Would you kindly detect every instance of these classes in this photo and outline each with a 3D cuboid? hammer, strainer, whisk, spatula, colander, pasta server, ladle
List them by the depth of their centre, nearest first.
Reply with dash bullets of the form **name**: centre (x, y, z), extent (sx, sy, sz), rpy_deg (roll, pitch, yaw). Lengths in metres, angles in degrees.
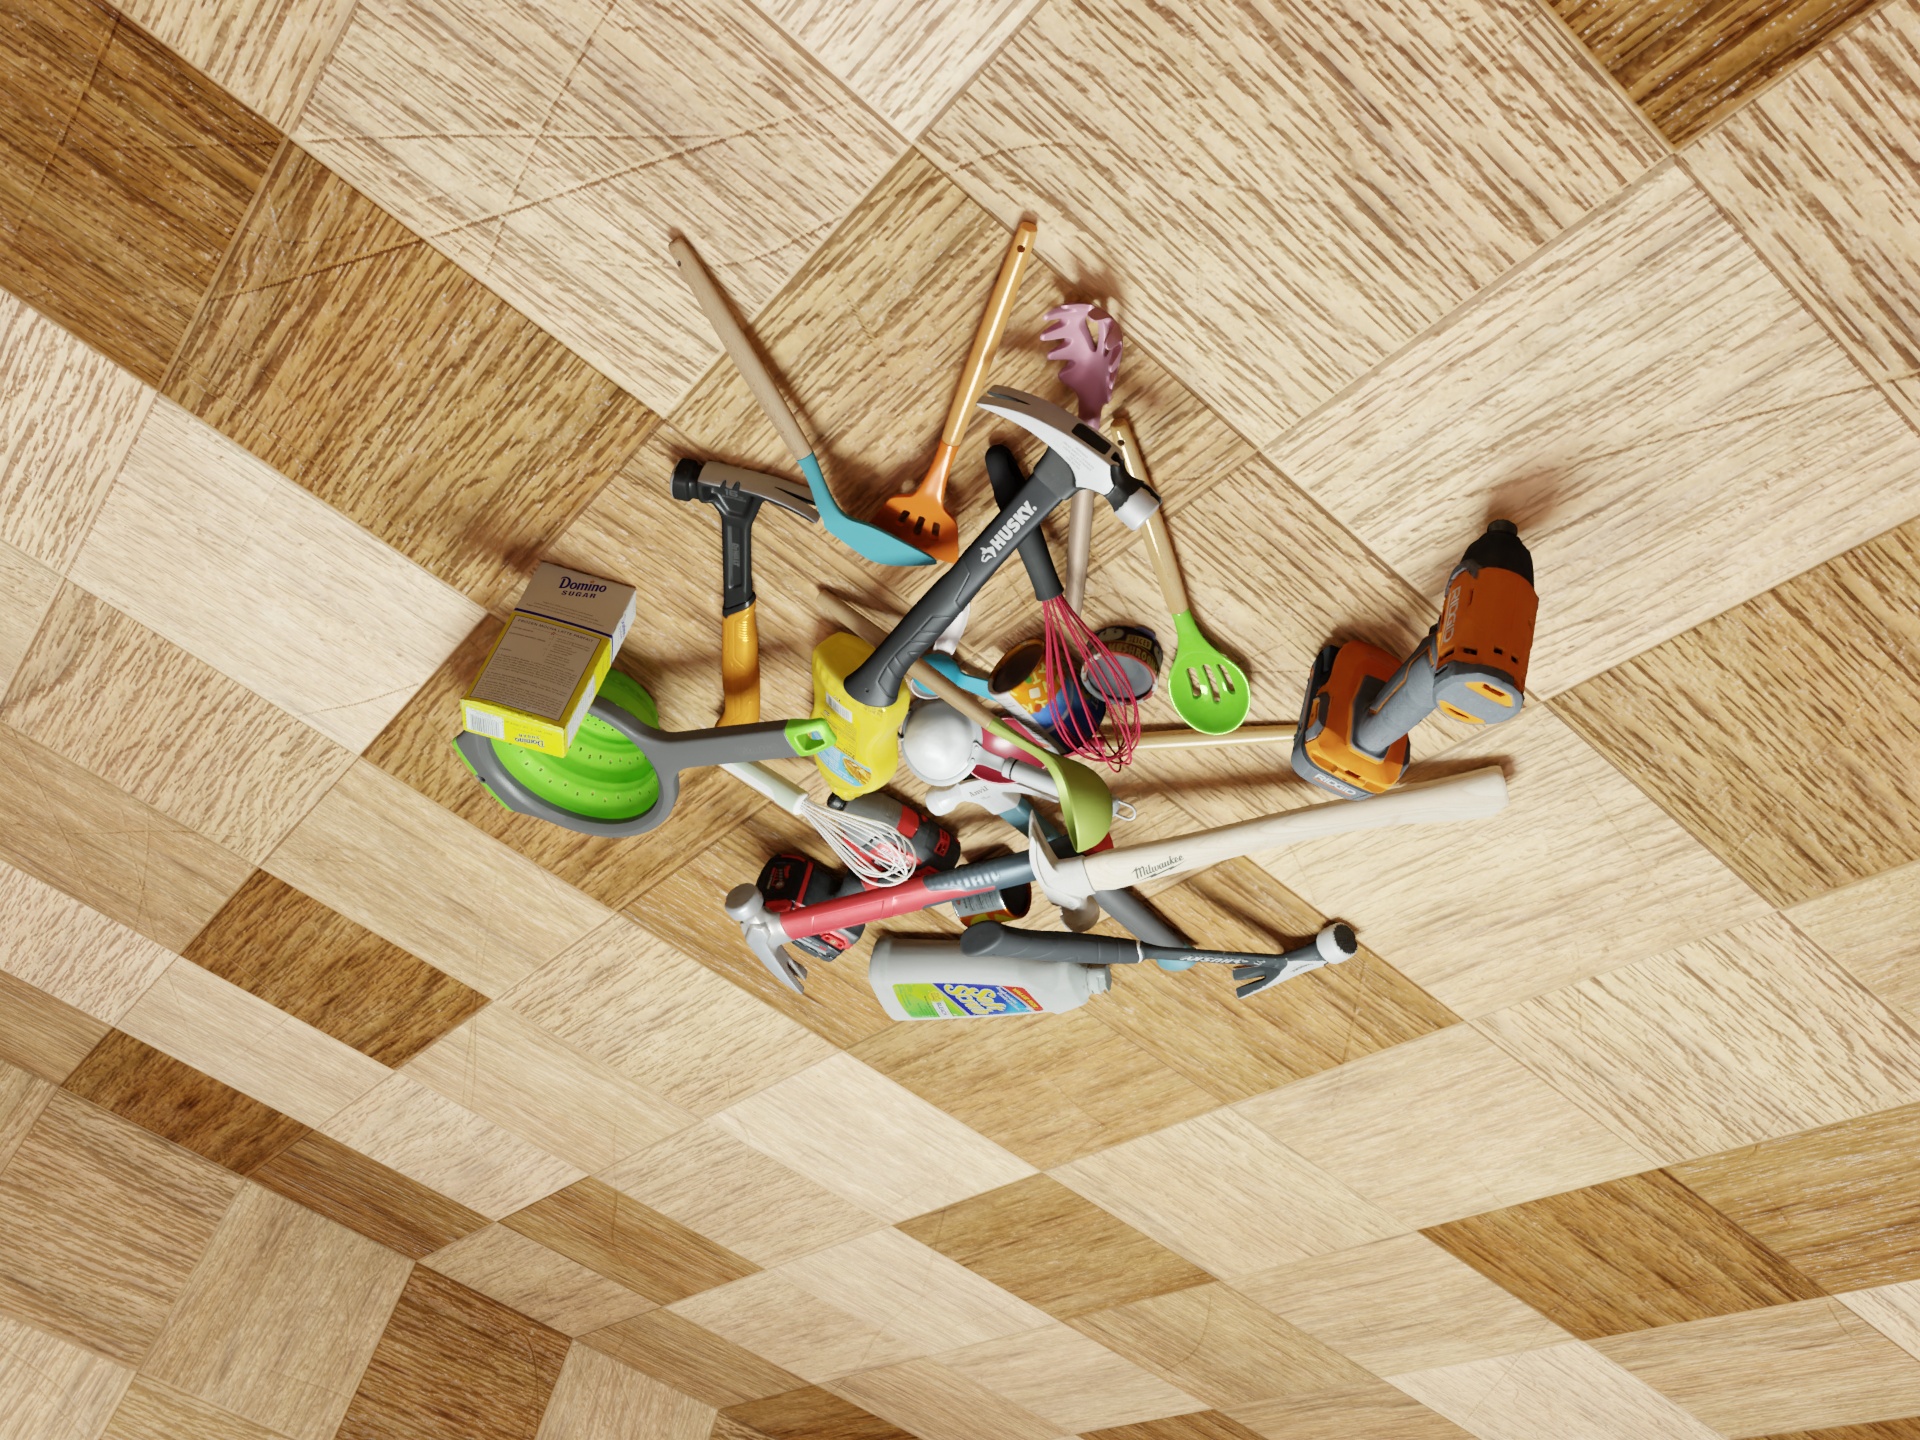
- **spatula**: centre (0.001, -0.234, 1.190), extent (0.081, 0.041, 0.322), rpy_deg (22, 134, -2)
- **pasta server**: centre (0.089, -0.185, 1.201), extent (0.060, 0.040, 0.316), rpy_deg (31, 146, 24)
- **spatula**: centre (-0.127, -0.232, 1.221), extent (0.082, 0.044, 0.317), rpy_deg (7, 136, 49)
- **hammer**: centre (0.001, -0.115, 1.232), extent (0.146, 0.035, 0.334), rpy_deg (41, 131, -4)
- **whisk**: centre (0.078, -0.084, 1.267), extent (0.073, 0.073, 0.295), rpy_deg (-10, 116, 27)
- **ladle**: centre (-0.002, -0.004, 1.347), extent (0.320, 0.062, 0.078), rpy_deg (37, 169, 8)
- **hammer**: centre (0.263, 0.093, 1.388), extent (0.410, 0.038, 0.146), rpy_deg (-14, 134, 14)
- **strainer**: centre (0.037, 0.038, 1.403), extent (0.258, 0.050, 0.087), rpy_deg (20, 101, 21)
- **hammer**: centre (-0.187, -0.085, 1.405), extent (0.127, 0.034, 0.336), rpy_deg (14, 139, 5)
- **ladle**: centre (0.154, 0.019, 1.411), extent (0.315, 0.031, 0.069), rpy_deg (-4, 118, 18)
- **colander**: centre (-0.282, 0.005, 1.484), extent (0.397, 0.095, 0.204), rpy_deg (-6, 133, 26)
- **hammer**: centre (0.178, 0.219, 1.497), extent (0.408, 0.036, 0.149), rpy_deg (9, 150, -31)
- **whisk**: centre (-0.145, 0.084, 1.513), extent (0.246, 0.059, 0.057), rpy_deg (30, 151, 21)
- **hammer**: centre (-0.030, 0.177, 1.543), extent (0.386, 0.038, 0.143), rpy_deg (-16, 128, 20)
- **hammer**: centre (0.120, 0.148, 1.560), extent (0.128, 0.033, 0.330), rpy_deg (-24, 125, 38)

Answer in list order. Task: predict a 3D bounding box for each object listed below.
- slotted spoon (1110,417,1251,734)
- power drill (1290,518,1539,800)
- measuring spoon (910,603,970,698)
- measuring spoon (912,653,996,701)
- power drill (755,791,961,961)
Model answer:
- **slotted spoon**: centre (0.170, -0.109, 1.267), extent (0.070, 0.031, 0.313), rpy_deg (-6, 132, 23)
- **power drill**: centre (0.348, -0.046, 1.199), extent (0.084, 0.164, 0.226), rpy_deg (25, 151, -10)
- **measuring spoon**: centre (-0.014, -0.067, 1.386), extent (0.034, 0.018, 0.124), rpy_deg (12, 133, -12)
- **measuring spoon**: centre (0.018, -0.024, 1.399), extent (0.128, 0.021, 0.042), rpy_deg (18, 132, -16)
- **power drill**: centre (-0.115, 0.149, 1.607), extent (0.143, 0.079, 0.219), rpy_deg (33, 133, -19)
